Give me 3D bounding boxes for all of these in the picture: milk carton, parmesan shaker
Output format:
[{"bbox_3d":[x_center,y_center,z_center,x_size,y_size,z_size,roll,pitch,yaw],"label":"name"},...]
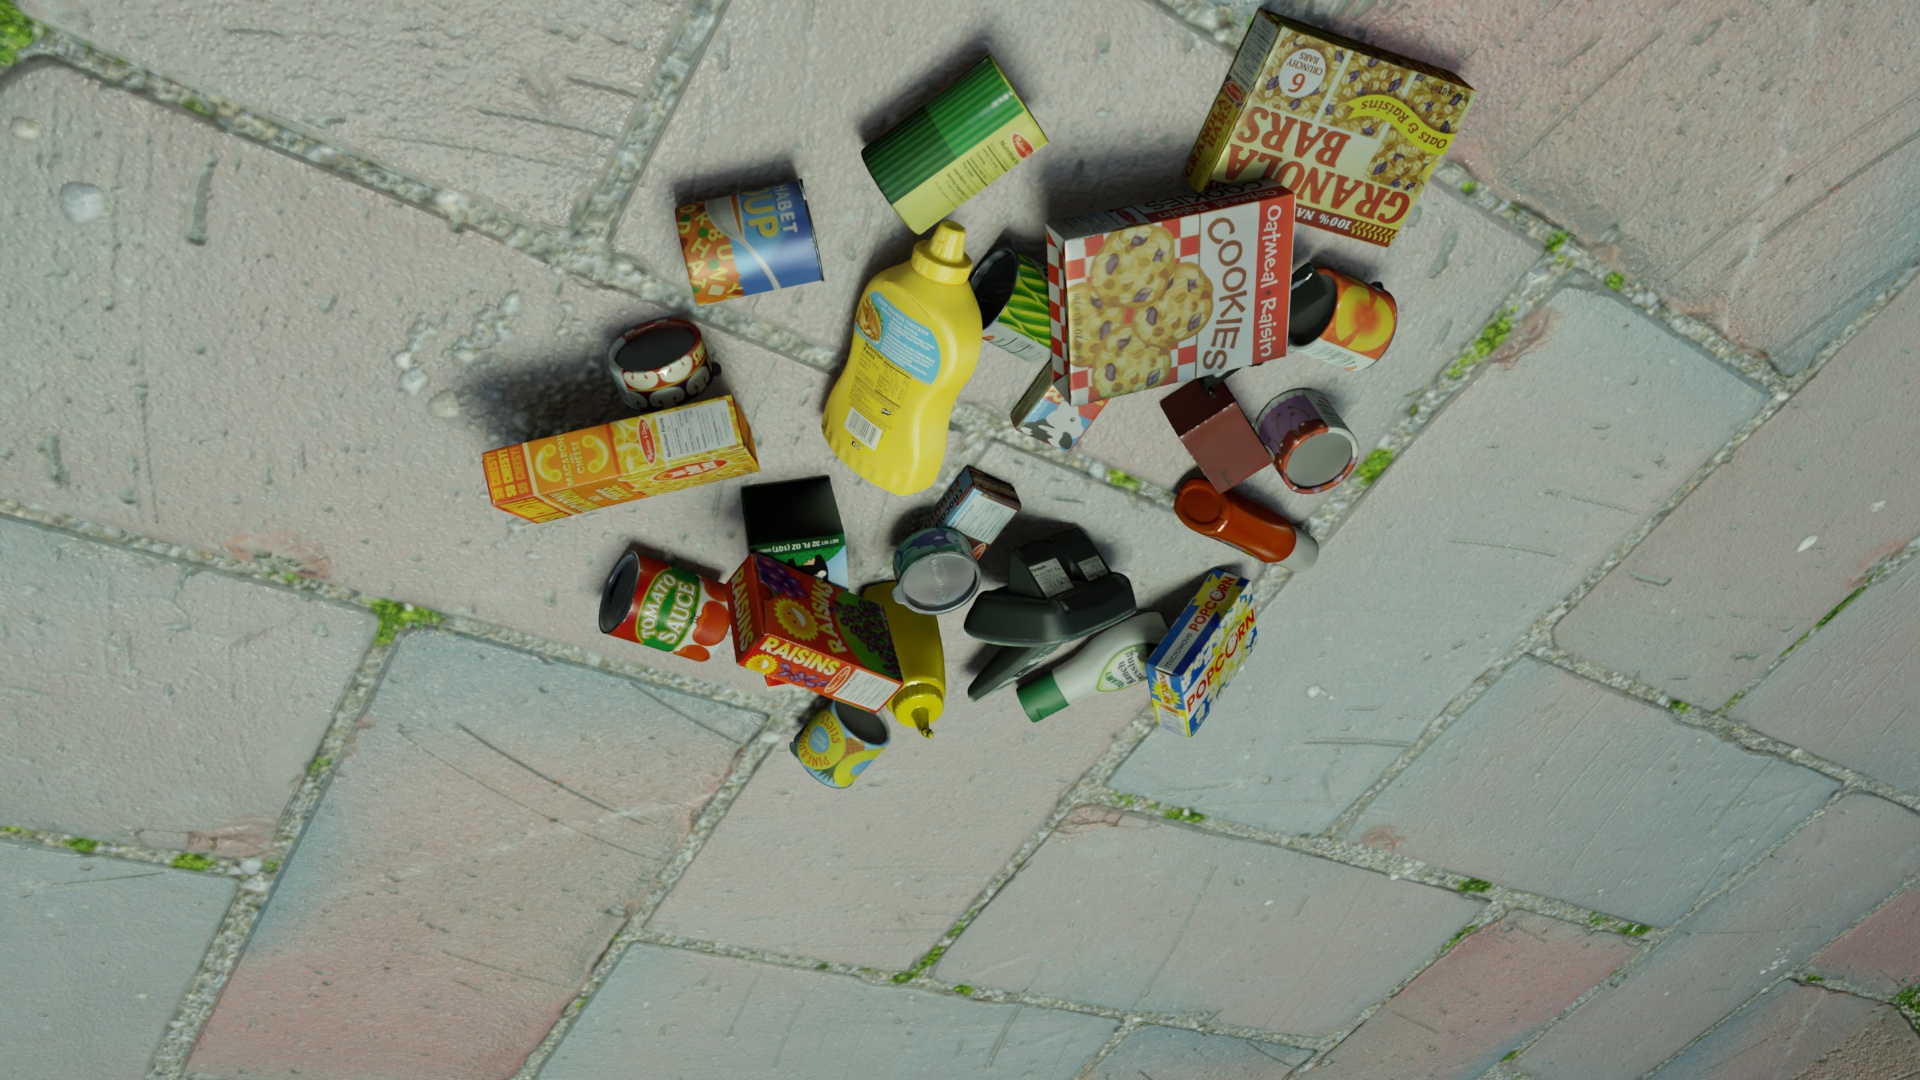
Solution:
[{"bbox_3d":[-0.127,0.049,1.098,0.072,0.074,0.189,-8,131,-10],"label":"milk carton"},{"bbox_3d":[-0.005,-0.253,0.885,0.103,0.071,0.071,-33,130,12],"label":"parmesan shaker"}]

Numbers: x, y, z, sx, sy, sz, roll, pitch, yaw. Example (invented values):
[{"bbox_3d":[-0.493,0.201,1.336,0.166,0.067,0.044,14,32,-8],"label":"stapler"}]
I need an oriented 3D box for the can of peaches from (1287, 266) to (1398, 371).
[{"bbox_3d":[0.284,-0.169,1.045,0.058,0.071,0.071,14,124,-26],"label":"can of peaches"}]

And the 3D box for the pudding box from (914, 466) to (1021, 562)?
[{"bbox_3d":[0.004,-0.014,1.113,0.049,0.030,0.083,21,121,-31],"label":"pudding box"}]

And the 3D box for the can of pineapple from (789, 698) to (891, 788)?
[{"bbox_3d":[-0.104,0.173,1.213,0.071,0.071,0.057,26,117,-33],"label":"can of pineapple"}]

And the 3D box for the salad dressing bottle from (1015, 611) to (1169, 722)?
[{"bbox_3d":[0.123,0.116,1.248,0.147,0.044,0.064,-28,134,7],"label":"salad dressing bottle"}]

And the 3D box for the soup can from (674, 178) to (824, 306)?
[{"bbox_3d":[-0.136,-0.194,0.896,0.084,0.072,0.071,-13,131,-5],"label":"soup can"}]

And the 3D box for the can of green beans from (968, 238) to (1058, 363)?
[{"bbox_3d":[0.042,-0.165,0.974,0.058,0.071,0.071,22,120,-31],"label":"can of green beans"}]

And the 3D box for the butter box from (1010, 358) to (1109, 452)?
[{"bbox_3d":[0.088,-0.118,1.055,0.053,0.024,0.103,21,120,-29],"label":"butter box"}]

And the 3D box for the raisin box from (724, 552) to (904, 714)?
[{"bbox_3d":[-0.106,0.068,1.011,0.123,0.086,0.040,25,121,-33],"label":"raisin box"}]

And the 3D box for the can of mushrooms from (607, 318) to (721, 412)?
[{"bbox_3d":[-0.200,-0.120,0.940,0.071,0.071,0.033,-16,130,-3],"label":"can of mushrooms"}]

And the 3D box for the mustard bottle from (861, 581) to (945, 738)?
[{"bbox_3d":[-0.043,0.100,1.108,0.065,0.161,0.048,-2,131,-13],"label":"mustard bottle"}]

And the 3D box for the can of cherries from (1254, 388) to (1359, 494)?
[{"bbox_3d":[0.278,-0.078,1.122,0.071,0.058,0.071,-9,130,-10],"label":"can of cherries"}]

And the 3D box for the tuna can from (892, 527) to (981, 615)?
[{"bbox_3d":[-0.022,0.025,1.094,0.071,0.033,0.070,-8,131,-10],"label":"tuna can"}]

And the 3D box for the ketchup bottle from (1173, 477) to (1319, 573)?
[{"bbox_3d":[0.247,-0.009,1.172,0.149,0.065,0.043,21,102,-40],"label":"ketchup bottle"}]

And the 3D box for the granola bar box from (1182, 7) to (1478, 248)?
[{"bbox_3d":[0.255,-0.280,0.959,0.166,0.039,0.123,8,126,-22],"label":"granola bar box"}]

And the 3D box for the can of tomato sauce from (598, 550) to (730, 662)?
[{"bbox_3d":[-0.226,0.053,1.074,0.083,0.071,0.071,22,120,-31],"label":"can of tomato sauce"}]

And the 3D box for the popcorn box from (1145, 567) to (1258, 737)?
[{"bbox_3d":[0.213,0.098,1.217,0.127,0.038,0.084,-48,140,-30],"label":"popcorn box"}]

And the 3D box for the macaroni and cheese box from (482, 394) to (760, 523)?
[{"bbox_3d":[-0.228,-0.054,0.958,0.167,0.040,0.123,-13,176,-5],"label":"macaroni and cheese box"}]

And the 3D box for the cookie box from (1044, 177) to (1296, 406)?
[{"bbox_3d":[0.144,-0.170,0.946,0.168,0.040,0.122,-14,125,-13],"label":"cookie box"}]
